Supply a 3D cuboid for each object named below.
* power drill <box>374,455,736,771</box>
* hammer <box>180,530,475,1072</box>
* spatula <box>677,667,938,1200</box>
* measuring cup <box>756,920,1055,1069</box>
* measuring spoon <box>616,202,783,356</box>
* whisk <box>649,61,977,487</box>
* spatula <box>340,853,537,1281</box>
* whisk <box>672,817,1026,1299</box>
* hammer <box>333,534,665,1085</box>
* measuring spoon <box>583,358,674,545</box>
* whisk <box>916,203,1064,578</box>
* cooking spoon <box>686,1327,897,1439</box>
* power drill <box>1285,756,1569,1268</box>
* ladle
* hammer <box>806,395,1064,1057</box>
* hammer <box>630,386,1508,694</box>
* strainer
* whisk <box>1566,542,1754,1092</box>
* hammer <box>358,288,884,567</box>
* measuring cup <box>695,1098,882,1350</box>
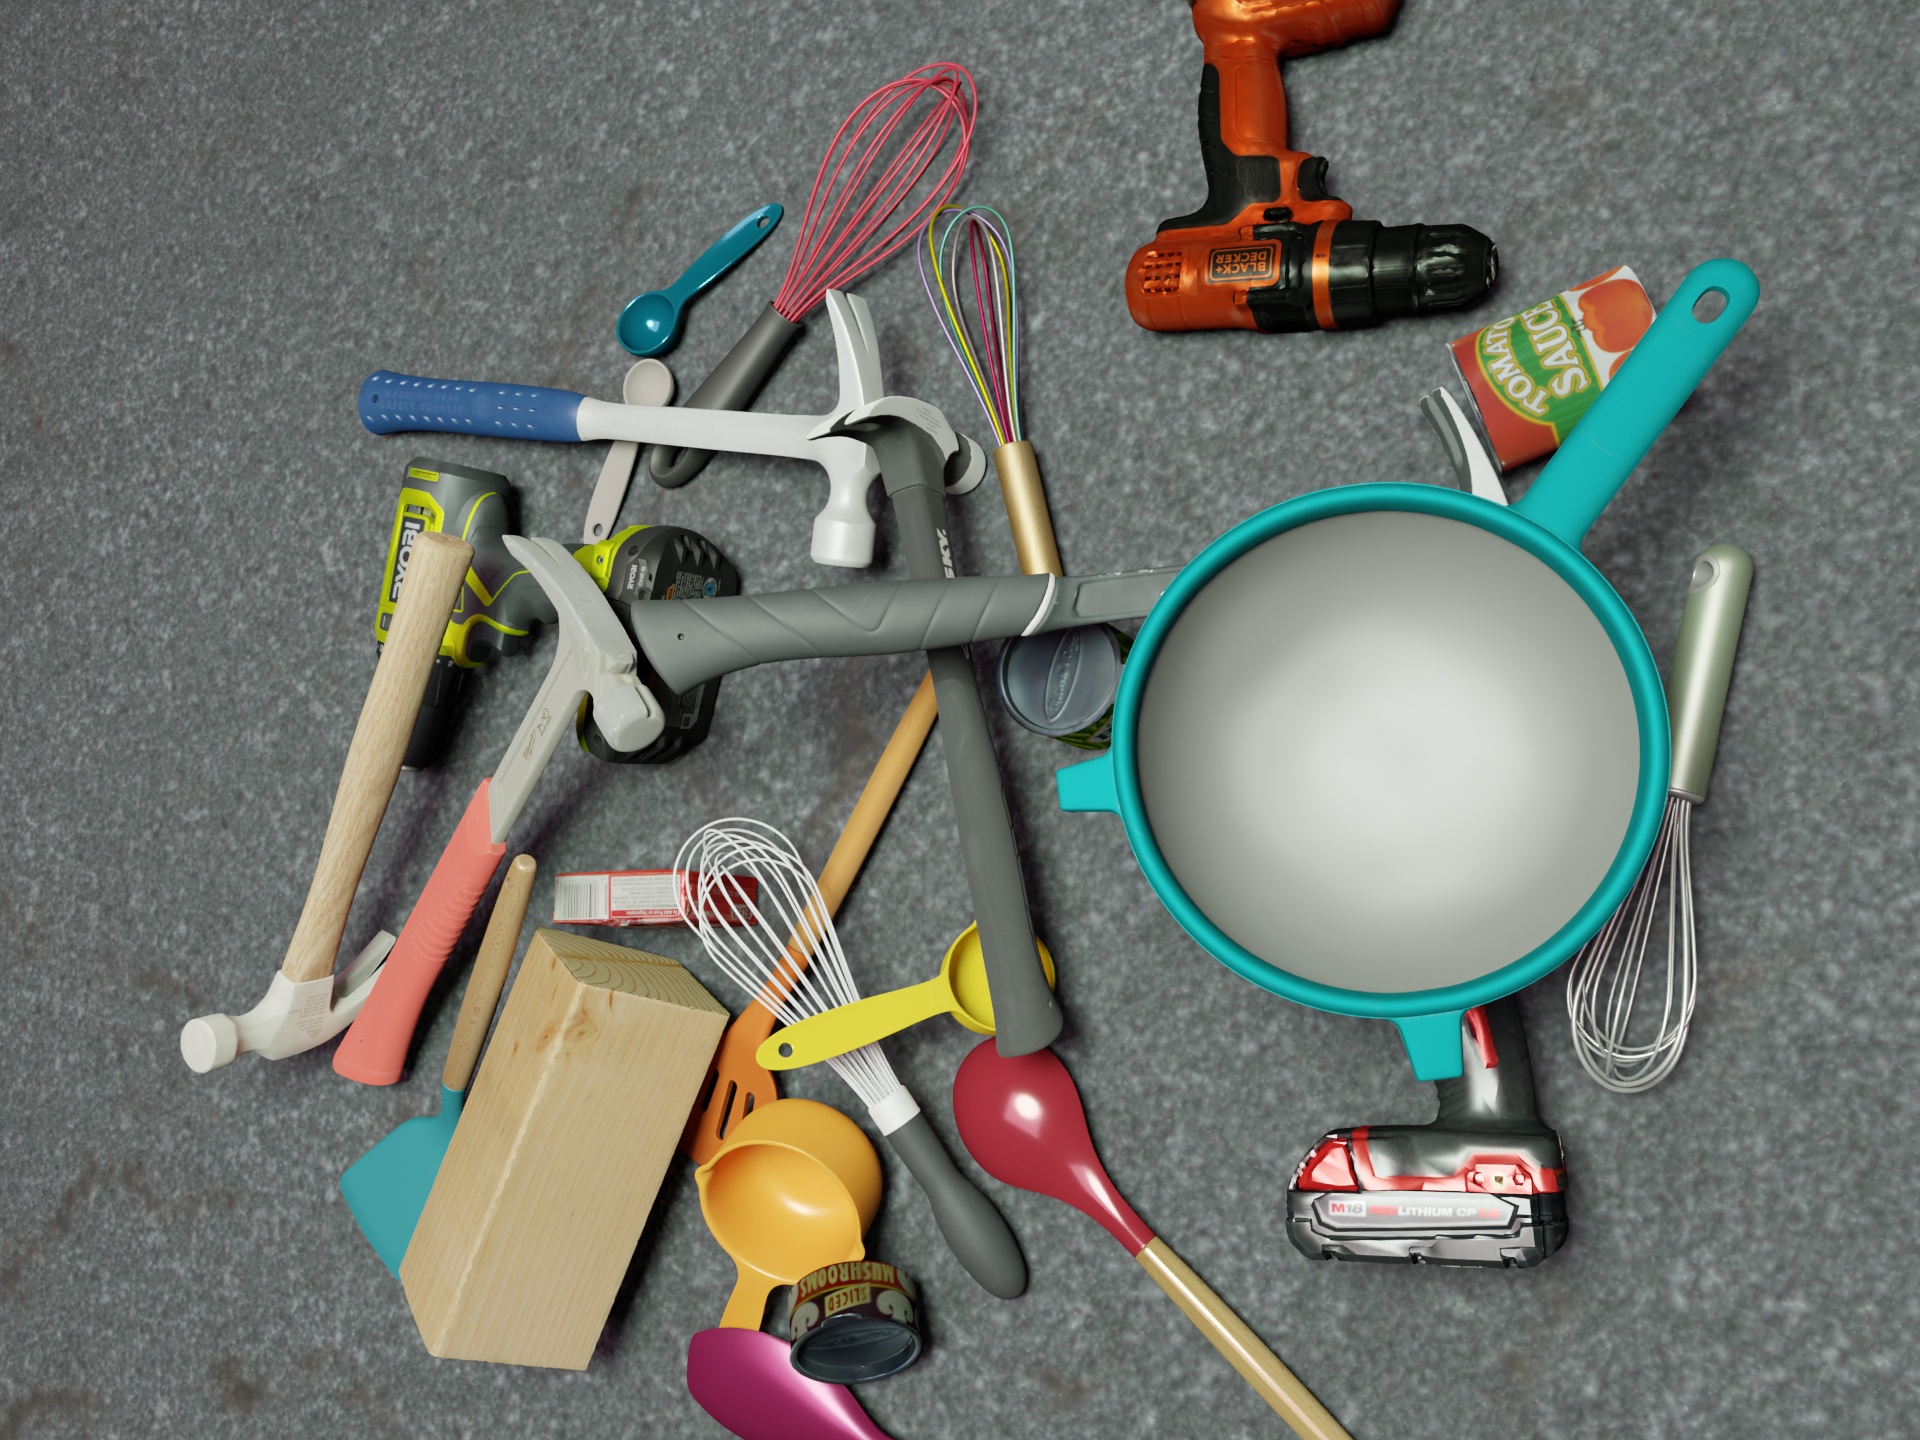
[{"bbox_3d":[-0.256,-0.047,0.943,0.229,0.080,0.190,13,94,28],"label":"power drill"},{"bbox_3d":[-0.342,0.048,0.915,0.031,0.130,0.331,30,106,24],"label":"hammer"},{"bbox_3d":[-0.073,0.104,0.867,0.081,0.041,0.322,27,89,25],"label":"spatula"},{"bbox_3d":[-0.028,0.145,0.791,0.156,0.029,0.062,-16,74,-18],"label":"measuring cup"},{"bbox_3d":[-0.154,-0.266,0.968,0.128,0.021,0.042,-40,64,4],"label":"measuring spoon"},{"bbox_3d":[-0.089,-0.249,0.913,0.295,0.073,0.073,-49,66,17],"label":"whisk"},{"bbox_3d":[-0.289,0.193,0.901,0.082,0.044,0.317,45,127,26],"label":"spatula"},{"bbox_3d":[-0.051,0.170,0.809,0.070,0.070,0.285,-37,84,15],"label":"whisk"},{"bbox_3d":[-0.281,0.073,0.899,0.149,0.036,0.359,52,121,30],"label":"hammer"},{"bbox_3d":[-0.203,-0.160,0.974,0.034,0.018,0.124,26,100,24],"label":"measuring spoon"},{"bbox_3d":[0.027,-0.168,0.857,0.051,0.047,0.245,-16,80,20],"label":"whisk"},{"bbox_3d":[-0.005,0.379,0.790,0.319,0.017,0.068,14,106,23],"label":"cooking spoon"},{"bbox_3d":[0.197,0.125,0.714,0.143,0.078,0.220,-5,77,22],"label":"power drill"},{"bbox_3d":[0.107,0.271,0.758,0.316,0.031,0.069,43,101,22],"label":"ladle"},{"bbox_3d":[-0.001,-0.003,0.787,0.035,0.146,0.335,-16,78,23],"label":"hammer"},{"bbox_3d":[0.055,-0.060,0.727,0.409,0.036,0.149,-6,89,-2],"label":"hammer"},{"bbox_3d":[0.211,-0.036,0.659,0.211,0.095,0.340,37,90,16],"label":"strainer"},{"bbox_3d":[0.311,0.040,0.694,0.059,0.058,0.246,16,84,-14],"label":"whisk"},{"bbox_3d":[-0.212,-0.184,0.941,0.406,0.035,0.144,11,98,31],"label":"hammer"},{"bbox_3d":[-0.096,0.274,0.840,0.095,0.052,0.173,24,118,8],"label":"measuring cup"}]
